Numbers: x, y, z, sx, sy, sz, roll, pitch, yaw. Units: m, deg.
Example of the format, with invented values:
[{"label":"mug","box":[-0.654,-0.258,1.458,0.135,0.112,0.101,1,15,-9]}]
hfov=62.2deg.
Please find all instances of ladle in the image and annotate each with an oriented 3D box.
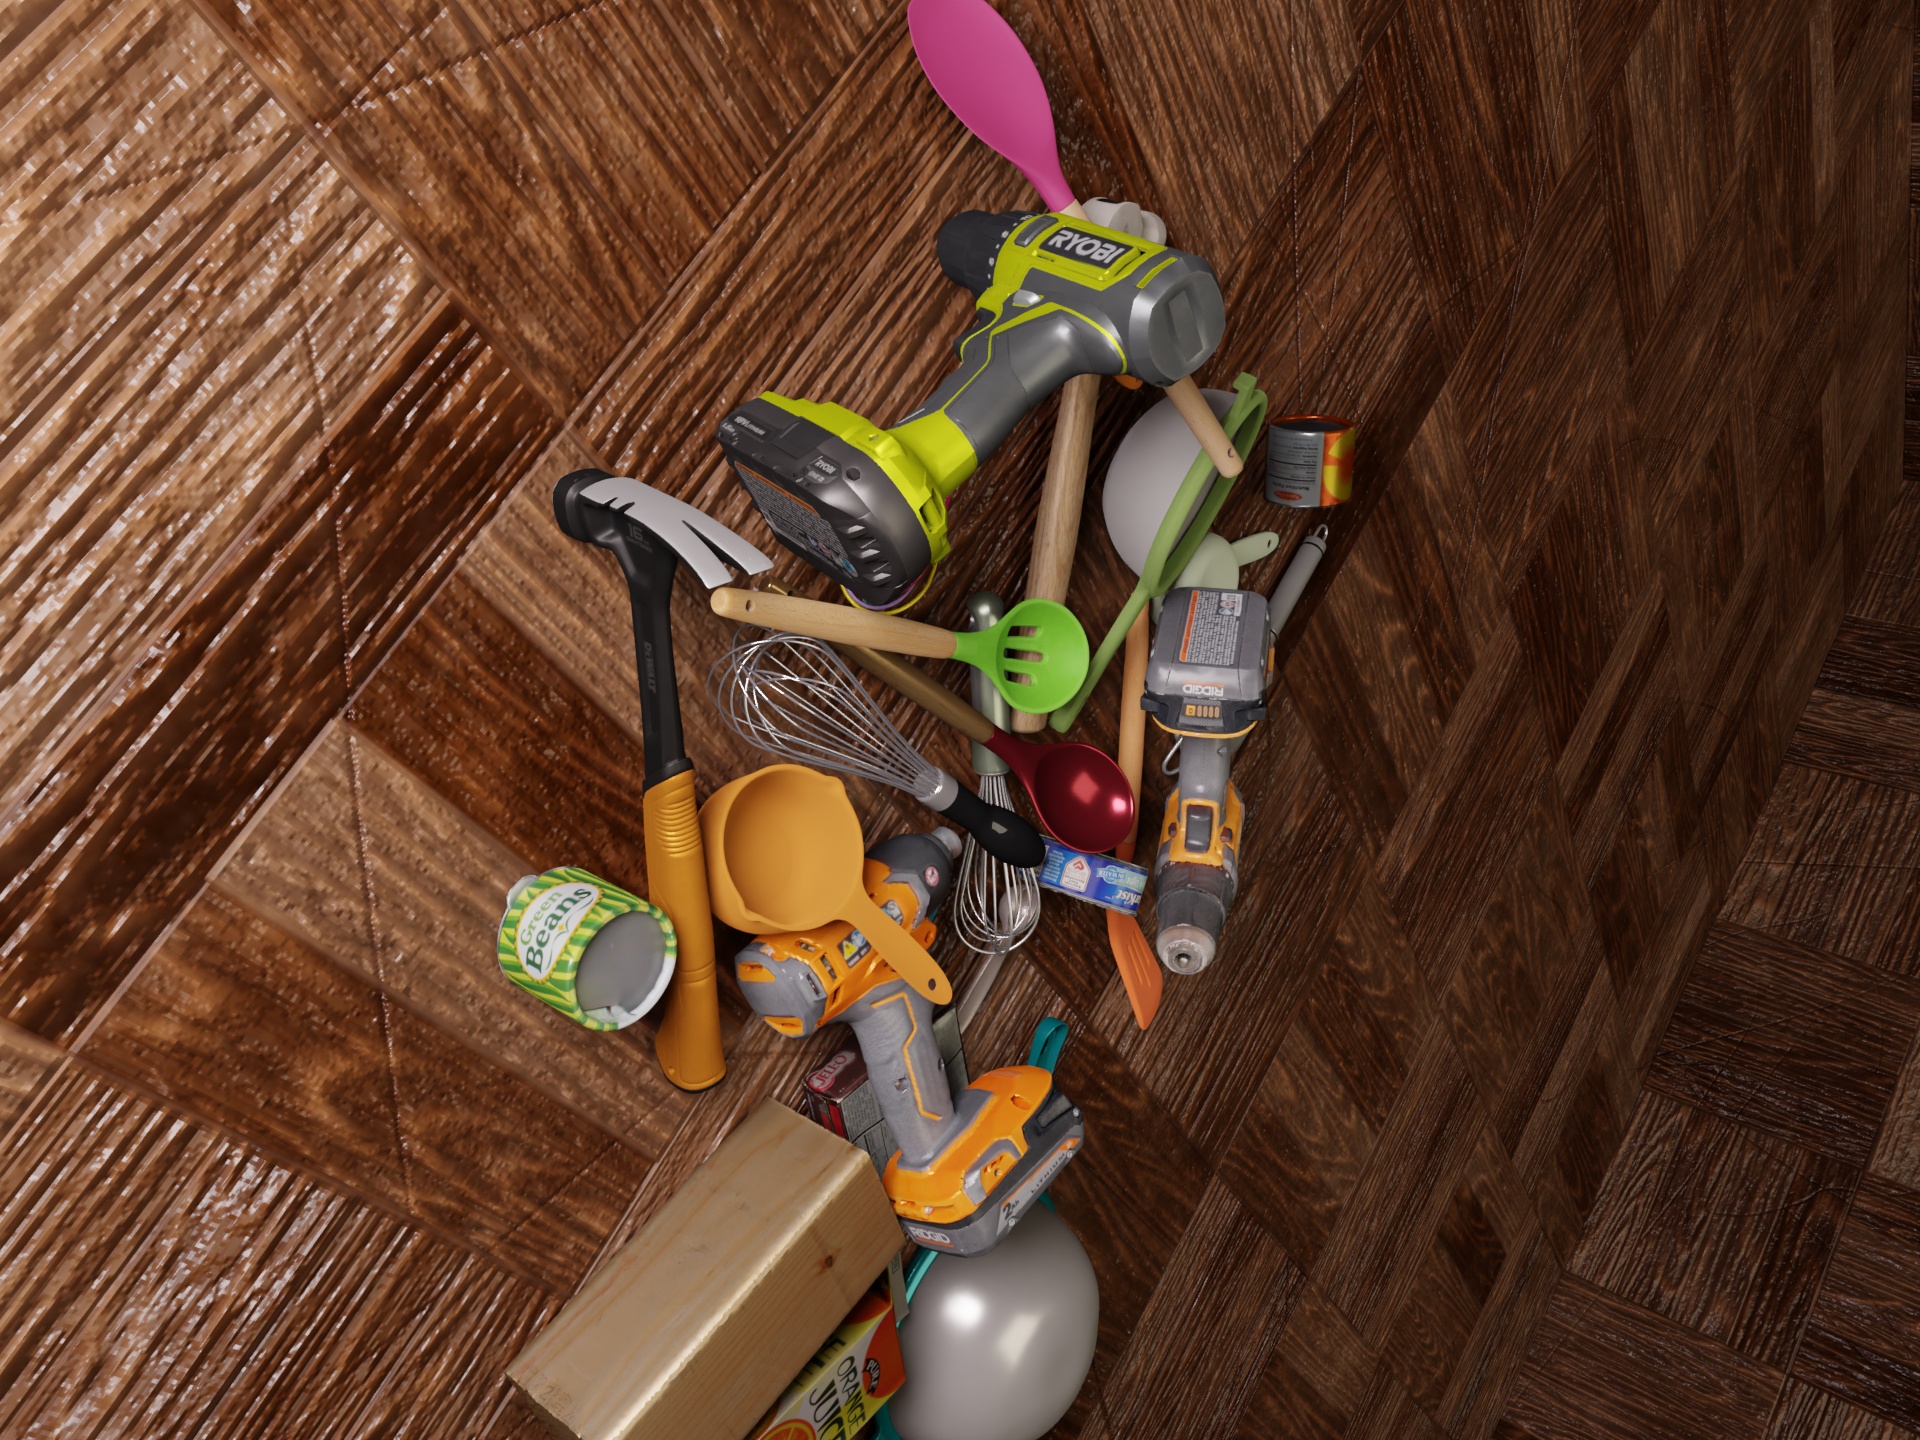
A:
[{"label":"ladle","box":[-0.001,-0.003,0.936,0.315,0.031,0.069,34,64,-38]}]

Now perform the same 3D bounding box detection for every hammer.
[{"label":"hammer","box":[0.065,-0.152,0.985,0.130,0.031,0.331,-22,124,-62]},{"label":"hammer","box":[-0.136,0.051,0.777,0.034,0.127,0.336,-25,128,-37]}]

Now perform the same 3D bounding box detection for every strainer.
[{"label":"strainer","box":[0.109,-0.116,1.046,0.256,0.069,0.151,-59,169,3]},{"label":"strainer","box":[0.053,0.389,1.145,0.211,0.095,0.340,6,100,-52]},{"label":"strainer","box":[0.233,-0.059,1.239,0.086,0.050,0.258,48,62,-32]}]

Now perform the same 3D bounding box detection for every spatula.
[{"label":"spatula","box":[0.131,0.065,1.158,0.081,0.041,0.322,-44,138,-66]}]

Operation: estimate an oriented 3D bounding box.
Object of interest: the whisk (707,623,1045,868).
[{"label":"whisk","box":[-0.033,0.025,0.900,0.284,0.070,0.070,36,76,-44]}]

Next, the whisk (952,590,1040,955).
[{"label":"whisk","box":[0.020,0.038,1.010,0.059,0.058,0.246,-6,108,-10]}]

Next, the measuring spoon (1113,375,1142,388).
[{"label":"measuring spoon","box":[0.096,-0.218,0.955,0.117,0.011,0.021,7,98,-68]}]

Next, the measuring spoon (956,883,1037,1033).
[{"label":"measuring spoon","box":[0.015,0.165,1.081,0.124,0.018,0.034,-61,146,-3]}]

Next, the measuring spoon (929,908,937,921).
[{"label":"measuring spoon","box":[-0.037,0.136,1.005,0.042,0.021,0.129,49,56,-47]}]

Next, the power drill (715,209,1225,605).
[{"label":"power drill","box":[-0.006,-0.176,0.804,0.228,0.191,0.080,-42,135,-14]}]

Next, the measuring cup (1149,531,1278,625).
[{"label":"measuring cup","box":[0.201,-0.113,1.175,0.167,0.038,0.083,-23,121,-42]}]

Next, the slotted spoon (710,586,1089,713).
[{"label":"slotted spoon","box":[-0.023,-0.047,0.867,0.313,0.031,0.070,6,91,-55]}]

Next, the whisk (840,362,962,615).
[{"label":"whisk","box":[-0.003,-0.165,0.903,0.245,0.047,0.051,-65,159,-16]}]

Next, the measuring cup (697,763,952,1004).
[{"label":"measuring cup","box":[-0.075,0.099,0.861,0.173,0.052,0.095,47,55,-21]}]

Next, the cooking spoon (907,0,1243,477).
[{"label":"cooking spoon","box":[0.072,-0.264,0.887,0.069,0.017,0.318,-49,113,-27]}]

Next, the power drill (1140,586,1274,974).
[{"label":"power drill","box":[0.165,0.045,1.096,0.185,0.084,0.226,-69,161,-54]}]

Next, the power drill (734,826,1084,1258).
[{"label":"power drill","box":[-0.018,0.182,0.946,0.164,0.084,0.226,-40,108,-36]}]
